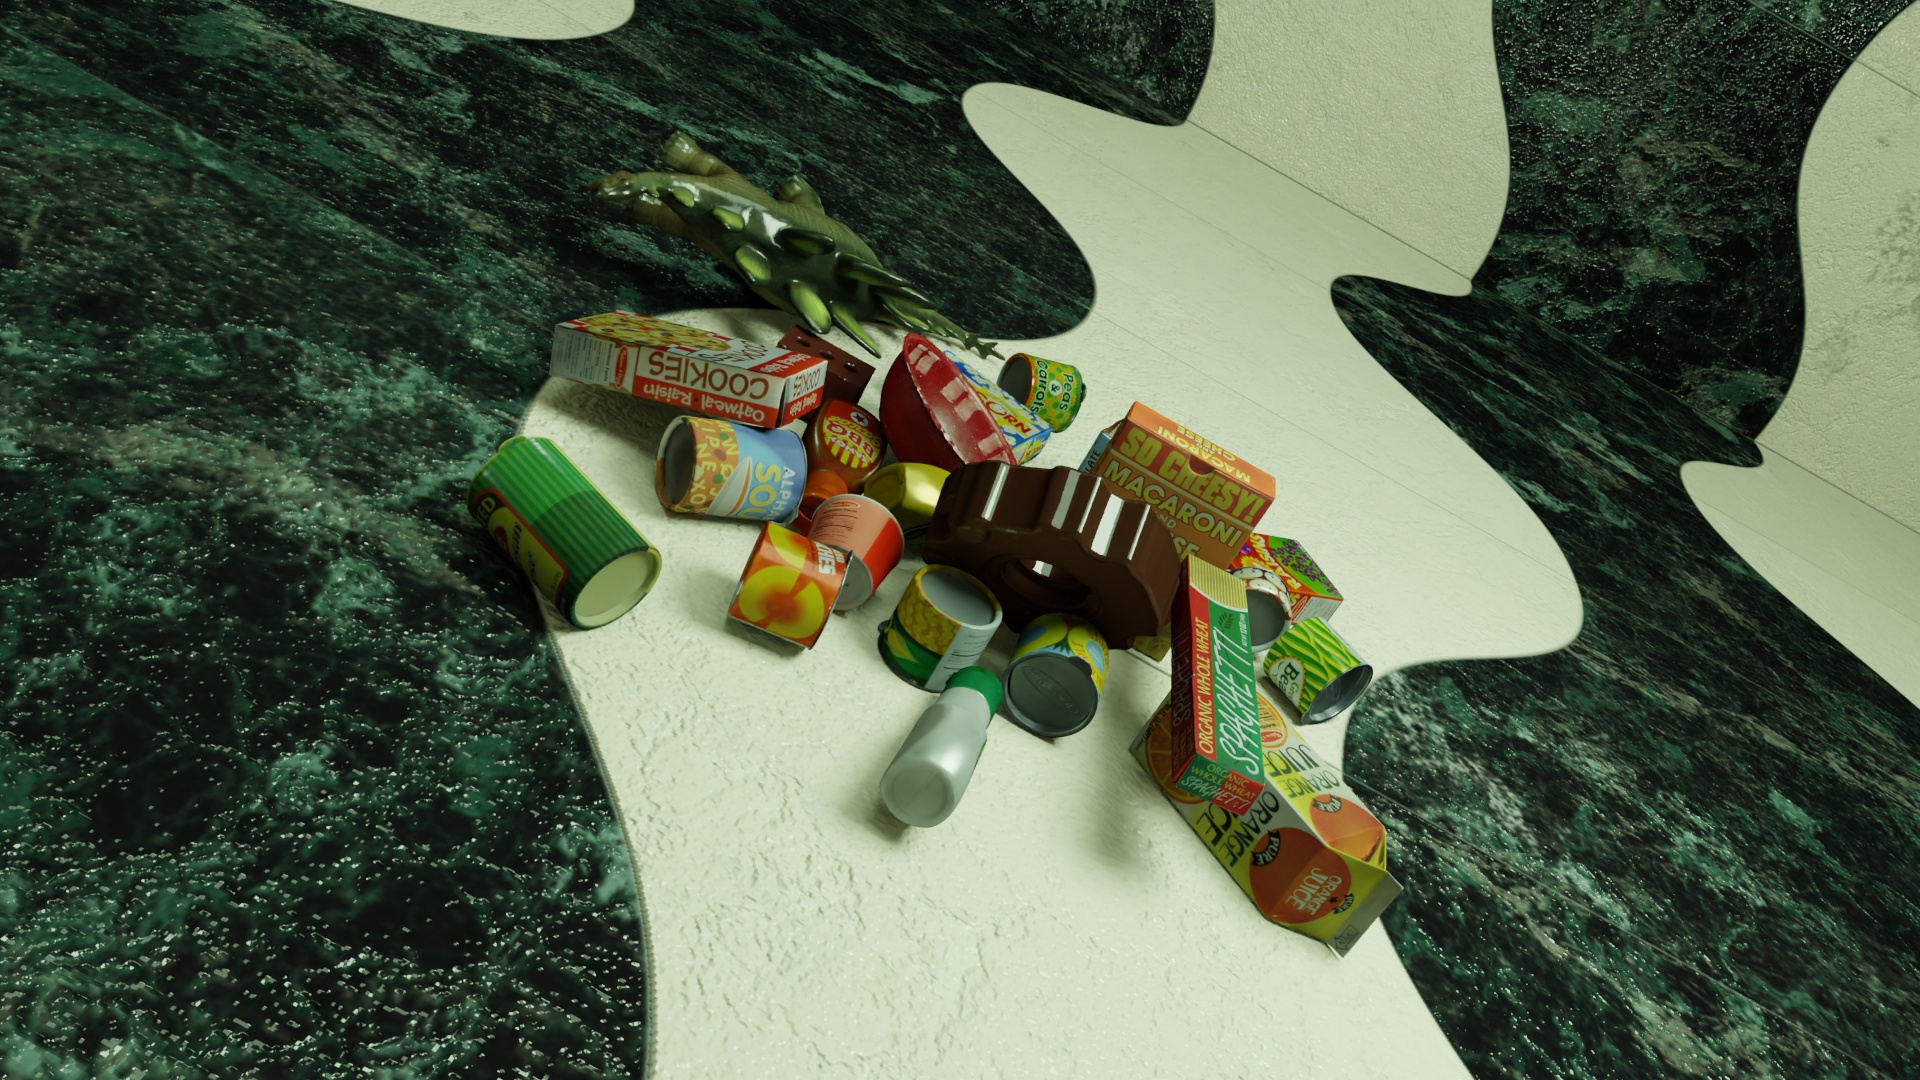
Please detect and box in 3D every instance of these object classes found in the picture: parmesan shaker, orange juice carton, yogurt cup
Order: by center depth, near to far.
[{"bbox_3d":[-0.233,-0.006,0.818,0.103,0.071,0.071,42,31,21],"label":"parmesan shaker"},{"bbox_3d":[0.207,0.178,0.921,0.073,0.071,0.193,-1,41,-43],"label":"orange juice carton"},{"bbox_3d":[-0.077,0.010,0.941,0.072,0.072,0.054,28,37,-2],"label":"yogurt cup"}]

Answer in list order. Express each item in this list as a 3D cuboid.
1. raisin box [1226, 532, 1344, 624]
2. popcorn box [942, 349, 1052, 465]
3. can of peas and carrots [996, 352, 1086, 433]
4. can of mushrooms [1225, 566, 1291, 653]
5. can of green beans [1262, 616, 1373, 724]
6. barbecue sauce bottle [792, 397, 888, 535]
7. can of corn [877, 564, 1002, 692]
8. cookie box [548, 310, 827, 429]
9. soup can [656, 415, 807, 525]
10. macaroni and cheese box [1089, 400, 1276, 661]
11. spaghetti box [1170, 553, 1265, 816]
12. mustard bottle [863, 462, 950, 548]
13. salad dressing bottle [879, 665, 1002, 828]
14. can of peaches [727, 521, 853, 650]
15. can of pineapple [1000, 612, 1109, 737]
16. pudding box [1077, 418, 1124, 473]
[{"bbox_3d":[0.268,0.032,1.237,0.123,0.040,0.086,9,36,-34],"label":"raisin box"},{"bbox_3d":[0.009,-0.113,1.233,0.127,0.038,0.085,38,31,14],"label":"popcorn box"},{"bbox_3d":[0.074,-0.138,1.297,0.059,0.070,0.071,11,34,-29],"label":"can of peas and carrots"},{"bbox_3d":[0.236,0.056,1.141,0.071,0.070,0.034,26,30,-6],"label":"can of mushrooms"},{"bbox_3d":[0.285,0.103,1.112,0.071,0.071,0.058,0,40,-42],"label":"can of green beans"},{"bbox_3d":[-0.095,-0.053,1.042,0.065,0.043,0.149,32,29,-11],"label":"barbecue sauce bottle"},{"bbox_3d":[-0.015,0.056,0.927,0.071,0.058,0.071,22,30,-14],"label":"can of corn"},{"bbox_3d":[-0.192,-0.124,1.005,0.167,0.040,0.123,14,15,5],"label":"cookie box"},{"bbox_3d":[-0.157,-0.046,0.955,0.084,0.071,0.071,5,37,-36],"label":"soup can"},{"bbox_3d":[0.142,-0.004,1.050,0.124,0.165,0.040,29,30,-2],"label":"macaroni and cheese box"},{"bbox_3d":[0.168,0.087,0.924,0.050,0.028,0.251,26,28,-6],"label":"spaghetti box"},{"bbox_3d":[0.004,-0.013,1.047,0.160,0.065,0.049,20,61,-36],"label":"mustard bottle"},{"bbox_3d":[-0.006,0.119,0.840,0.044,0.064,0.148,39,22,0],"label":"salad dressing bottle"},{"bbox_3d":[-0.108,0.026,0.879,0.058,0.071,0.071,23,30,-10],"label":"can of peaches"},{"bbox_3d":[0.066,0.089,0.937,0.071,0.070,0.058,29,29,-1],"label":"can of pineapple"},{"bbox_3d":[0.122,-0.061,1.205,0.030,0.083,0.050,37,30,13],"label":"pudding box"}]
